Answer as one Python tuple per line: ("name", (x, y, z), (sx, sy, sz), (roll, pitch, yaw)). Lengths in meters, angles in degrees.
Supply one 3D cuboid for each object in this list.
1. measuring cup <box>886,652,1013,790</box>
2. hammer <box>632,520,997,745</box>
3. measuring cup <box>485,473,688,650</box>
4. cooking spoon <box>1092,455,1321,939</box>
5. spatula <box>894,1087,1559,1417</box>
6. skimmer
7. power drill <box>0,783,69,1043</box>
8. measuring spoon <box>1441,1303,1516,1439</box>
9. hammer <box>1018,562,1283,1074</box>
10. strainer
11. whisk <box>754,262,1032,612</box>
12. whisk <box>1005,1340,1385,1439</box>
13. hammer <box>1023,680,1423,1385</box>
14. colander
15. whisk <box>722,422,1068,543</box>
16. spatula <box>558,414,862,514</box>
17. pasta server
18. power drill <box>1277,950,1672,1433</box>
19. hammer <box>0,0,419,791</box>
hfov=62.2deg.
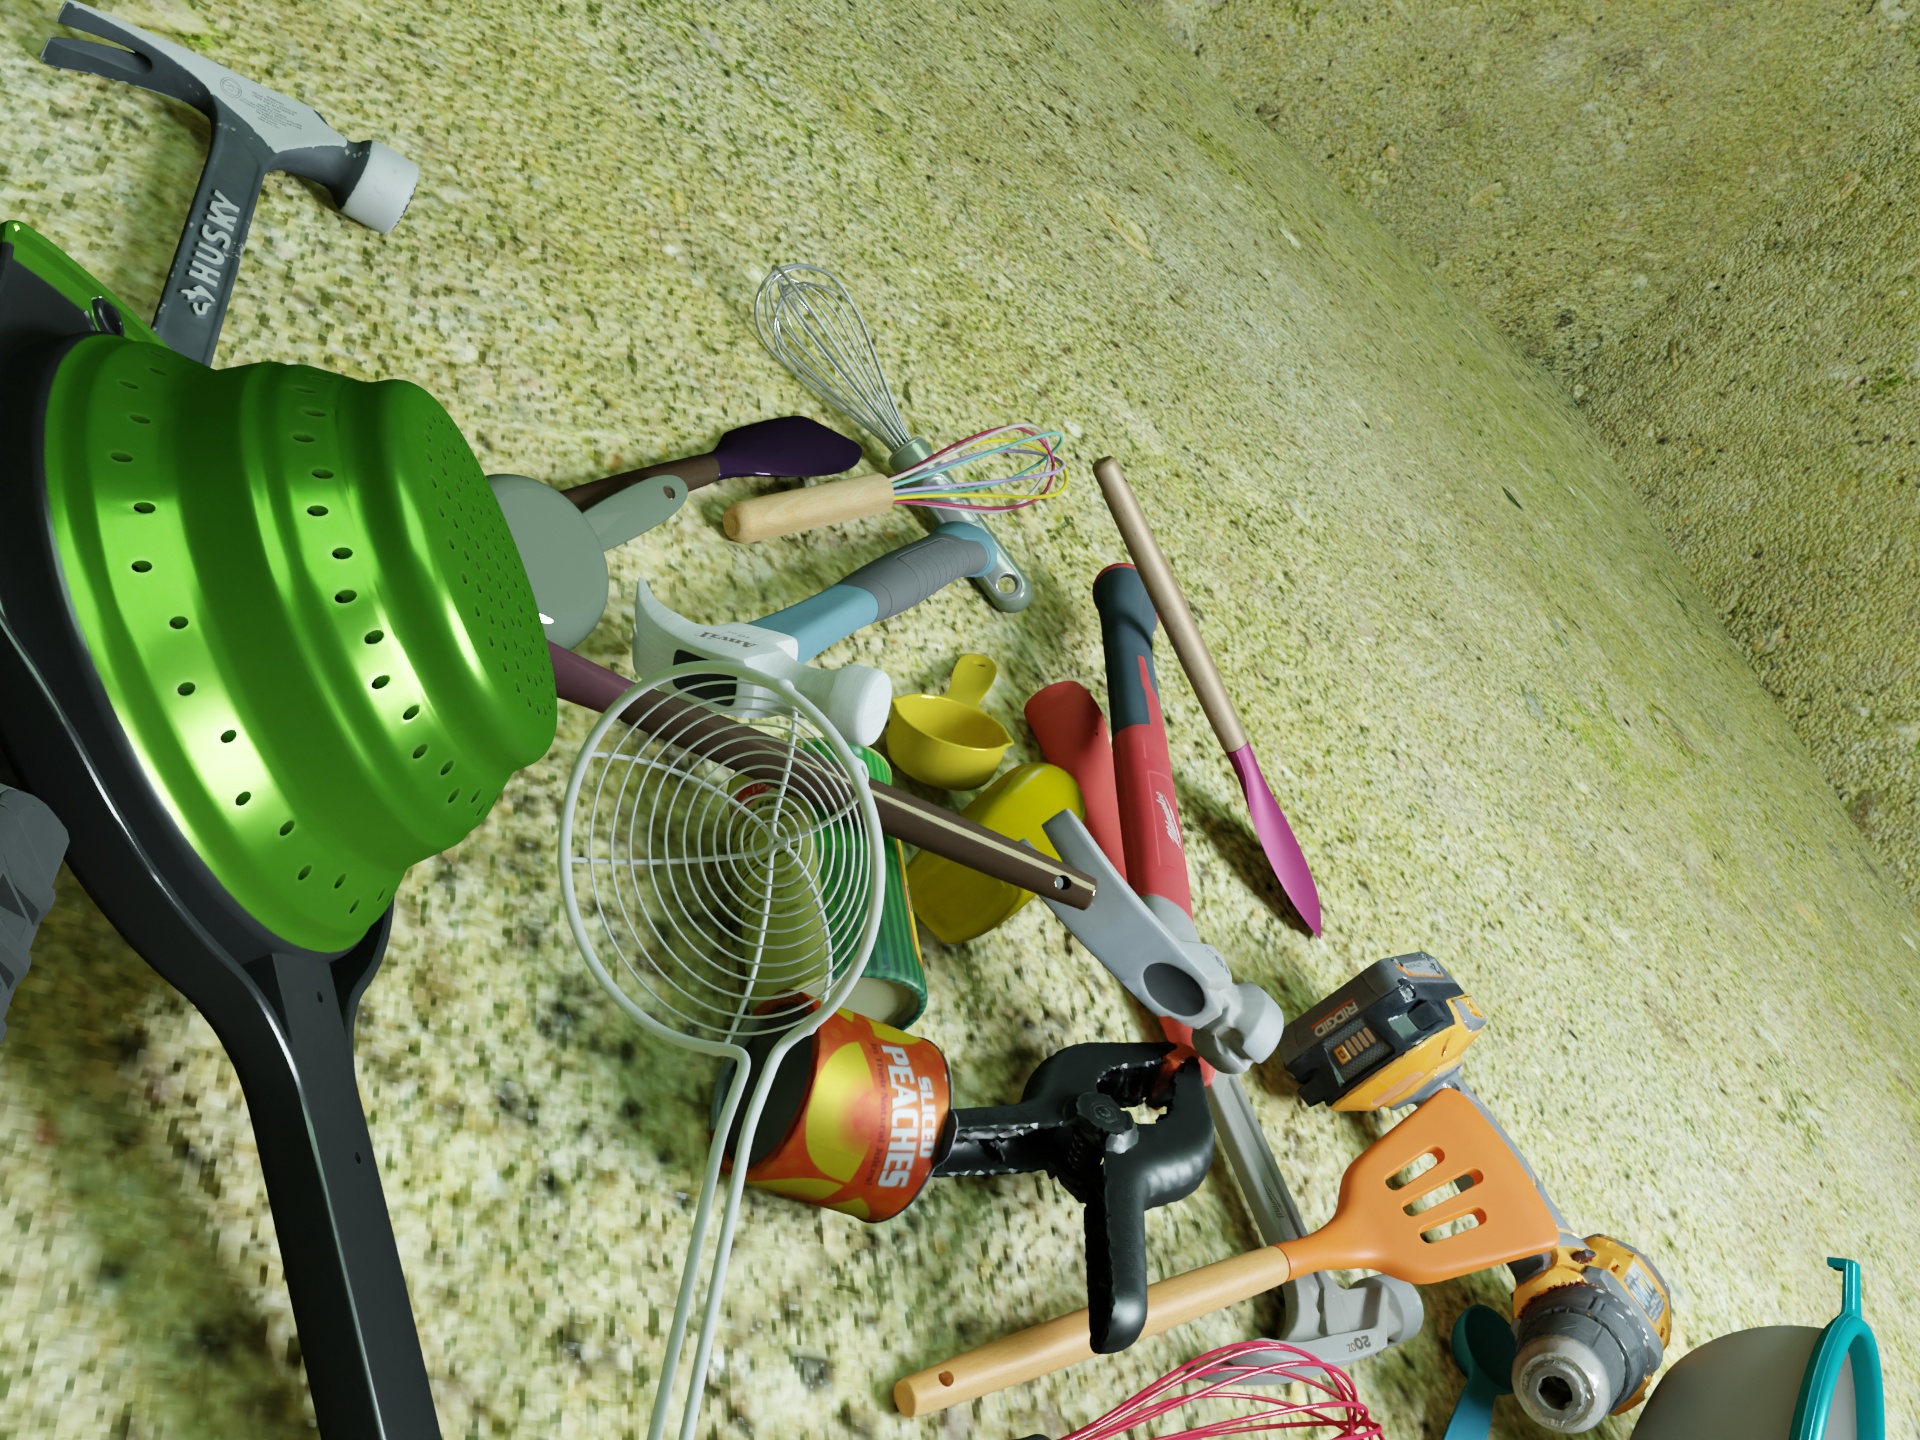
("measuring cup", (-0.001, -0.003, 0.802), (0.062, 0.029, 0.156), (20, 18, 2))
("hammer", (-0.046, -0.057, 0.753), (0.128, 0.033, 0.331), (14, 18, 14))
("measuring cup", (-0.151, -0.078, 0.650), (0.083, 0.038, 0.167), (59, 36, -10))
("cooking spoon", (0.146, -0.007, 0.898), (0.318, 0.017, 0.069), (61, 18, -21))
("spatula", (0.111, 0.213, 0.620), (0.322, 0.041, 0.081), (-3, 49, -38))
("skimmer", (-0.090, 0.145, 0.436), (0.090, 0.127, 0.364), (50, 34, -39))
("power drill", (-0.283, 0.018, 0.255), (0.228, 0.190, 0.080), (32, 35, -34))
("measuring spoon", (0.232, 0.325, 0.739), (0.042, 0.021, 0.128), (46, 39, 5))
("hammer", (0.080, 0.002, 0.797), (0.143, 0.038, 0.387), (45, 22, -21))
("strainer", (0.316, 0.395, 0.683), (0.340, 0.095, 0.211), (-33, 117, -45))
("whisk", (-0.037, -0.163, 0.922), (0.246, 0.058, 0.059), (53, -3, 0))
("whisk", (0.042, 0.251, 0.536), (0.295, 0.073, 0.073), (13, 45, -36))
("hammer", (0.100, 0.131, 0.766), (0.149, 0.036, 0.359), (13, 45, -45))
("colander", (-0.146, 0.047, 0.418), (0.204, 0.094, 0.397), (84, -12, -77))
("whisk", (-0.024, -0.124, 0.852), (0.245, 0.051, 0.047), (-20, 87, -43))
("spatula", (-0.133, -0.115, 0.761), (0.060, 0.018, 0.316), (30, 28, 15))
("pasta server", (-0.095, 0.004, 0.571), (0.316, 0.060, 0.040), (23, -4, -6))
("power drill", (0.252, 0.228, 0.773), (0.226, 0.084, 0.185), (57, 21, 21))
("hammer", (-0.285, -0.126, 0.566), (0.149, 0.036, 0.409), (25, 38, -33))
